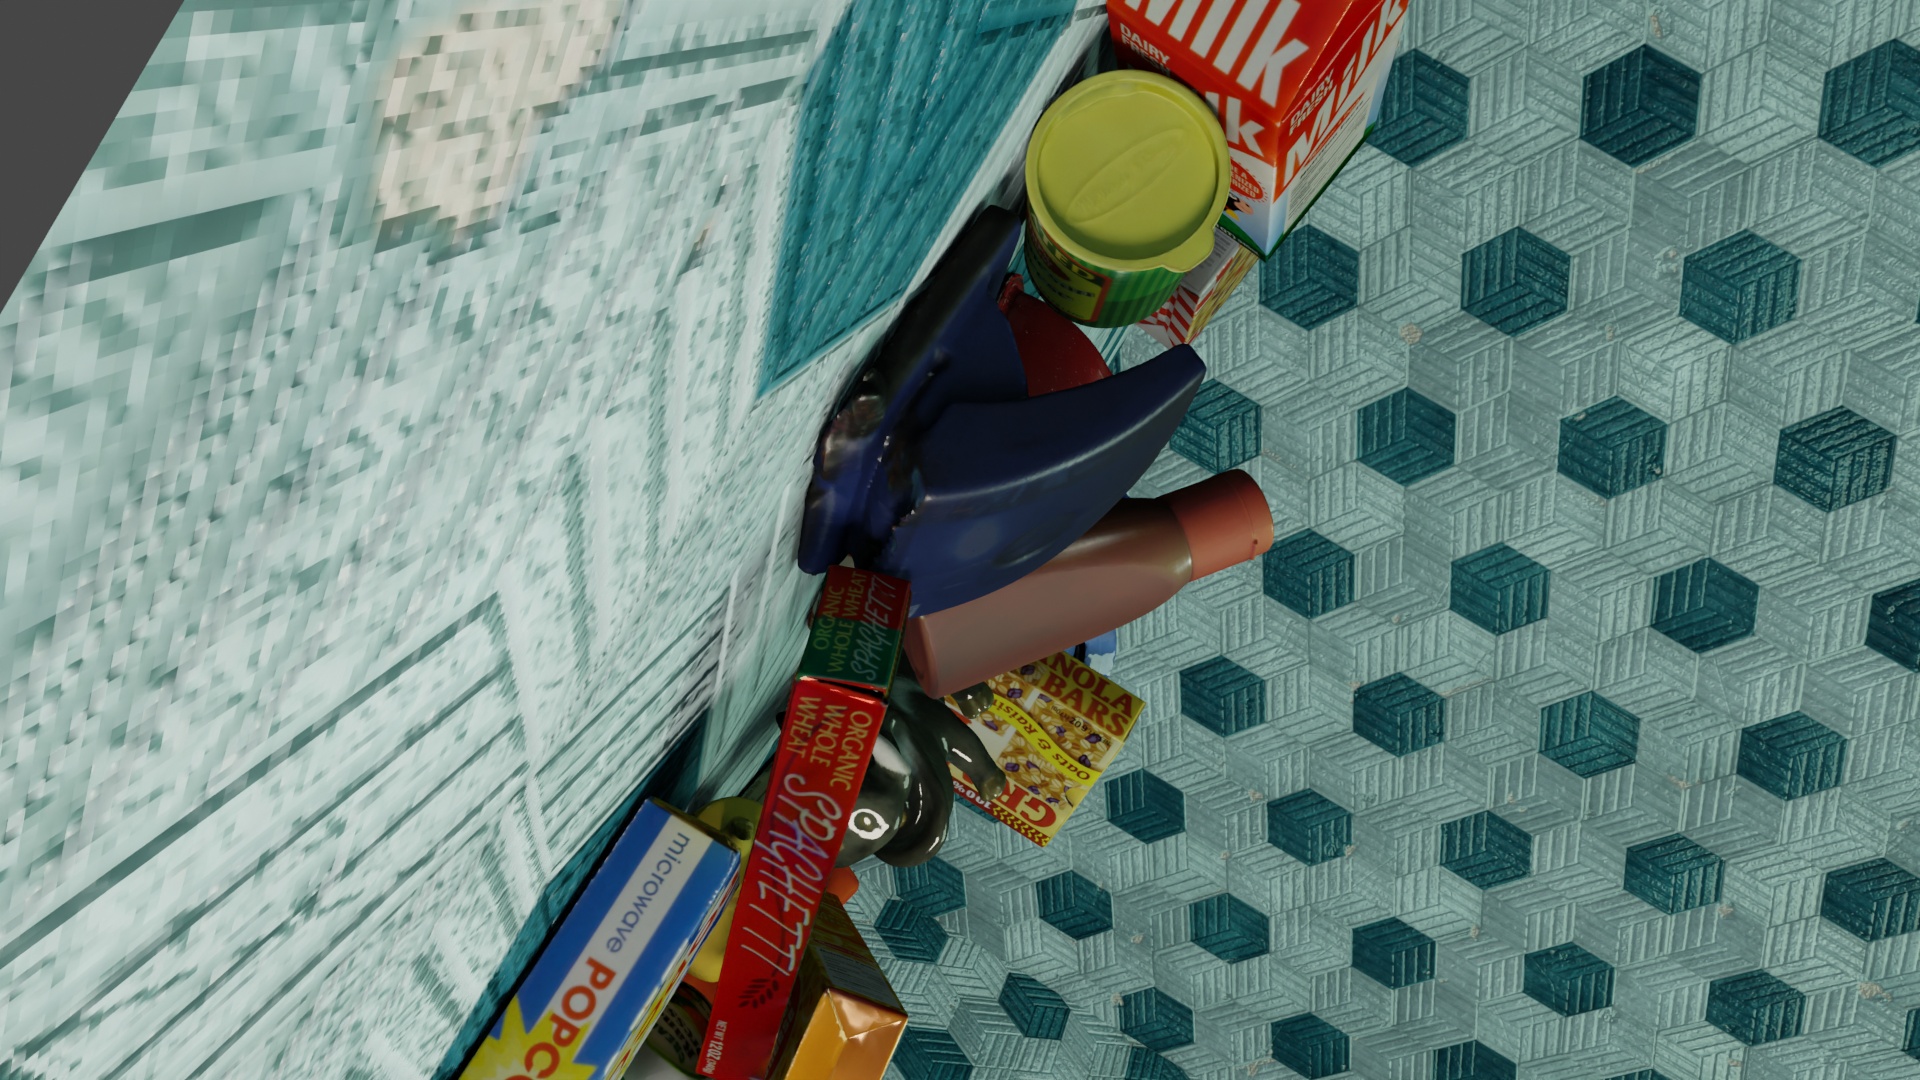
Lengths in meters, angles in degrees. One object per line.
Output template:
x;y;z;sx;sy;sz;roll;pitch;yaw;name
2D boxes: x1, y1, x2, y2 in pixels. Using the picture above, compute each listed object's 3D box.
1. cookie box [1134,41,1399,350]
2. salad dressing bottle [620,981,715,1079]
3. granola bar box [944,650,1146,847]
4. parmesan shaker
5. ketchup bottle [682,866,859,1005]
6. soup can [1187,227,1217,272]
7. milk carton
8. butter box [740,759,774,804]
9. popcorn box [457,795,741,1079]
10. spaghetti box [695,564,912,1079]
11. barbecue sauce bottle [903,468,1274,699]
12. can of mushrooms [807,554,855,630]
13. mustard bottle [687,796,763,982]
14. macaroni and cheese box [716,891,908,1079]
0.159;-0.189;0.751;0.167;0.040;0.123;-52;172;-3;cookie box
-0.141;0.219;0.571;0.044;0.064;0.147;-44;171;1;salad dressing bottle
0.009;0.097;0.821;0.039;0.165;0.123;-53;173;-45;granola bar box
0.057;-0.115;0.498;0.071;0.071;0.103;-60;177;-2;parmesan shaker
-0.122;0.220;0.731;0.149;0.043;0.064;-42;-170;-25;ketchup bottle
0.104;-0.177;0.657;0.084;0.071;0.071;-59;177;-7;soup can
0.104;-0.172;0.488;0.073;0.072;0.190;-51;169;2;milk carton
-0.108;0.151;0.749;0.053;0.024;0.104;-60;177;17;butter box
-0.121;0.153;0.459;0.127;0.038;0.085;-58;178;-23;popcorn box
-0.059;0.111;0.485;0.050;0.029;0.248;-79;-174;-48;spaghetti box
0.049;0.012;0.542;0.149;0.044;0.064;-19;143;-12;barbecue sauce bottle
-0.037;0.020;0.601;0.071;0.033;0.071;-60;177;-5;can of mushrooms
-0.100;0.143;0.597;0.065;0.049;0.159;-54;174;-32;mustard bottle
-0.081;0.233;0.621;0.124;0.040;0.166;-65;-166;-4;macaroni and cheese box
